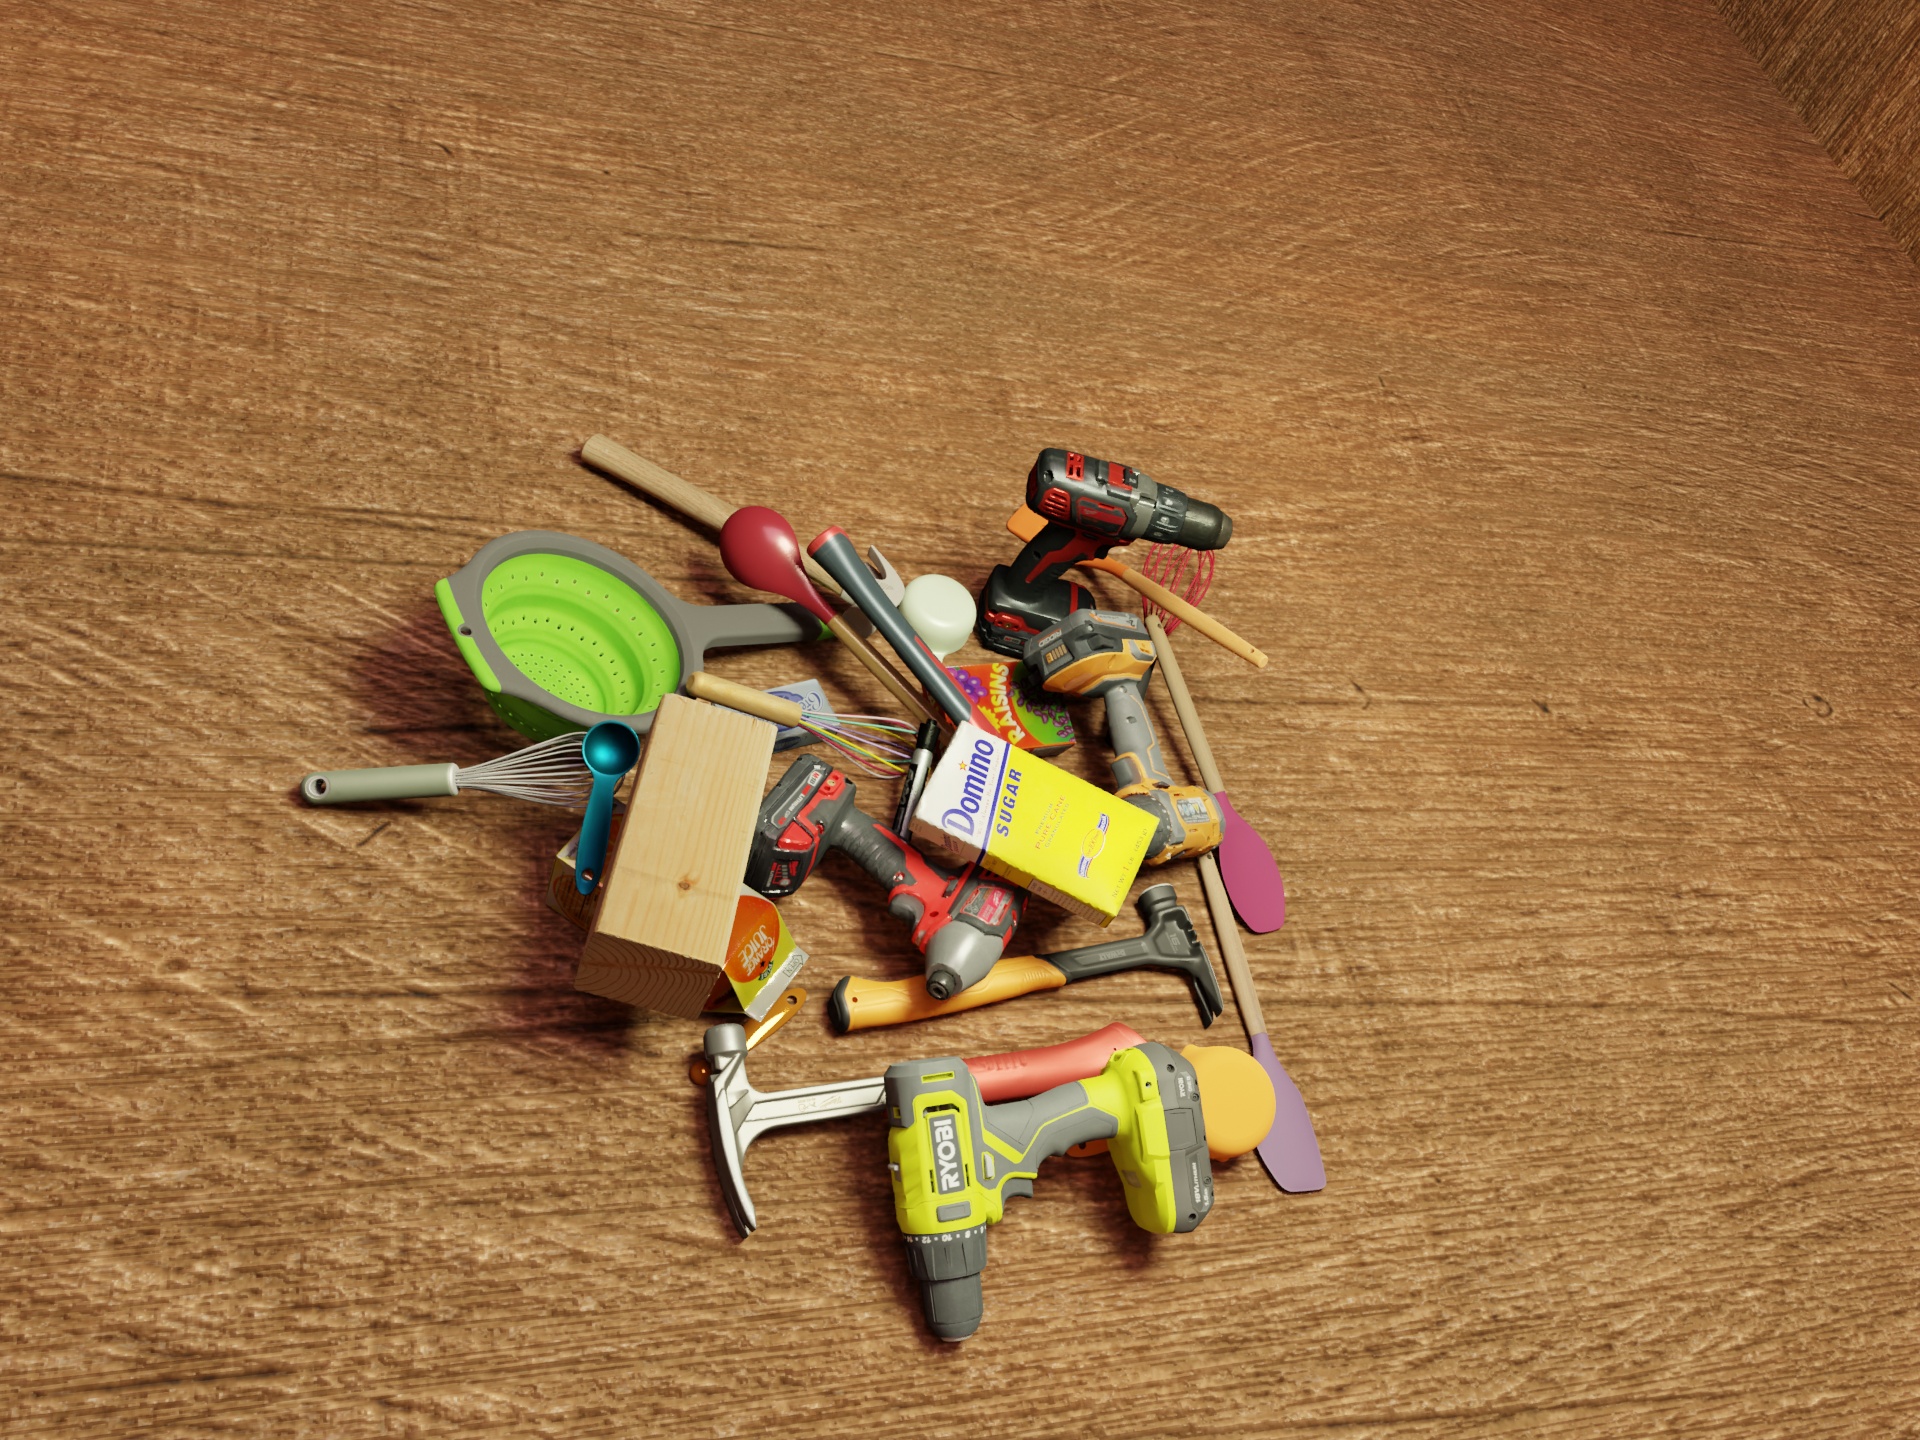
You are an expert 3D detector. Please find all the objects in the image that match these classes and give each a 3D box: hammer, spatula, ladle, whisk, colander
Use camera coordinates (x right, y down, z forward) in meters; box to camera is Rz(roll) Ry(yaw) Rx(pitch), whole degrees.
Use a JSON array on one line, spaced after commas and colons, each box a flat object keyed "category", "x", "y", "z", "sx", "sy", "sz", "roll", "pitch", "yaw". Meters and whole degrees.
[{"category": "hammer", "x": -0.002, "y": -0.004, "z": 1.337, "sx": 0.386, "sy": 0.038, "sz": 0.143, "roll": 50, "pitch": 20, "yaw": 2}, {"category": "spatula", "x": 0.245, "y": 0.246, "z": 1.357, "sx": 0.059, "sy": 0.018, "sz": 0.316, "roll": 4, "pitch": 54, "yaw": -22}, {"category": "hammer", "x": -0.201, "y": -0.179, "z": 1.468, "sx": 0.331, "sy": 0.031, "sz": 0.130, "roll": 29, "pitch": 29, "yaw": 6}, {"category": "ladle", "x": -0.094, "y": -0.068, "z": 1.381, "sx": 0.315, "sy": 0.069, "sz": 0.031, "roll": 45, "pitch": 9, "yaw": 3}, {"category": "hammer", "x": 0.054, "y": 0.214, "z": 1.291, "sx": 0.336, "sy": 0.034, "sz": 0.127, "roll": -6, "pitch": 56, "yaw": -26}, {"category": "spatula", "x": 0.176, "y": -0.137, "z": 1.545, "sx": 0.081, "sy": 0.041, "sz": 0.323, "roll": -40, "pitch": 50, "yaw": -13}, {"category": "whisk", "x": -0.373, "y": 0.043, "z": 1.198, "sx": 0.246, "sy": 0.059, "sz": 0.058, "roll": -4, "pitch": 83, "yaw": -1}, {"category": "colander", "x": -0.264, "y": -0.054, "z": 1.339, "sx": 0.397, "sy": 0.094, "sz": 0.205, "roll": -7, "pitch": 58, "yaw": -48}, {"category": "whisk", "x": 0.191, "y": -0.086, "z": 1.561, "sx": 0.073, "sy": 0.073, "sz": 0.296, "roll": 26, "pitch": 55, "yaw": -2}, {"category": "whisk", "x": -0.119, "y": 0.004, "z": 1.327, "sx": 0.244, "sy": 0.051, "sz": 0.047, "roll": 19, "pitch": 59, "yaw": -36}, {"category": "hammer", "x": -0.012, "y": 0.286, "z": 1.204, "sx": 0.359, "sy": 0.036, "sz": 0.149, "roll": -2, "pitch": 61, "yaw": -25}]

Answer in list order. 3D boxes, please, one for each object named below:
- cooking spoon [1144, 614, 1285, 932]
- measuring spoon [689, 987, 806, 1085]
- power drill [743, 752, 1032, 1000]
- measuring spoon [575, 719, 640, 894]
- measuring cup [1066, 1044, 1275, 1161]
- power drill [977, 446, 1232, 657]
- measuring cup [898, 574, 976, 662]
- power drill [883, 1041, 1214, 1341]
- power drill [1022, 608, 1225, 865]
[{"category": "cooking spoon", "x": 0.229, "y": 0.045, "z": 1.471, "sx": 0.068, "sy": 0.017, "sz": 0.319, "roll": -5, "pitch": 68, "yaw": -34}, {"category": "measuring spoon", "x": -0.158, "y": 0.235, "z": 1.200, "sx": 0.021, "sy": 0.011, "sz": 0.117, "roll": 44, "pitch": 51, "yaw": 13}, {"category": "power drill", "x": -0.062, "y": 0.129, "z": 1.254, "sx": 0.220, "sy": 0.078, "sz": 0.143, "roll": 27, "pitch": 40, "yaw": 6}, {"category": "measuring spoon", "x": -0.263, "y": 0.064, "z": 1.164, "sx": 0.042, "sy": 0.021, "sz": 0.128, "roll": 10, "pitch": 86, "yaw": -4}, {"category": "measuring cup", "x": 0.167, "y": 0.310, "z": 1.242, "sx": 0.173, "sy": 0.052, "sz": 0.095, "roll": -12, "pitch": 79, "yaw": -22}, {"category": "power drill", "x": 0.126, "y": -0.144, "z": 1.464, "sx": 0.188, "sy": 0.226, "sz": 0.080, "roll": 15, "pitch": 51, "yaw": -12}, {"category": "measuring cup", "x": -0.020, "y": -0.067, "z": 1.469, "sx": 0.083, "sy": 0.038, "sz": 0.168, "roll": 9, "pitch": 51, "yaw": -16}, {"category": "power drill", "x": 0.061, "y": 0.330, "z": 1.148, "sx": 0.228, "sy": 0.080, "sz": 0.191, "roll": -5, "pitch": 81, "yaw": -19}, {"category": "power drill", "x": 0.133, "y": 0.019, "z": 1.381, "sx": 0.185, "sy": 0.084, "sz": 0.226, "roll": -1, "pitch": 65, "yaw": -54}]
